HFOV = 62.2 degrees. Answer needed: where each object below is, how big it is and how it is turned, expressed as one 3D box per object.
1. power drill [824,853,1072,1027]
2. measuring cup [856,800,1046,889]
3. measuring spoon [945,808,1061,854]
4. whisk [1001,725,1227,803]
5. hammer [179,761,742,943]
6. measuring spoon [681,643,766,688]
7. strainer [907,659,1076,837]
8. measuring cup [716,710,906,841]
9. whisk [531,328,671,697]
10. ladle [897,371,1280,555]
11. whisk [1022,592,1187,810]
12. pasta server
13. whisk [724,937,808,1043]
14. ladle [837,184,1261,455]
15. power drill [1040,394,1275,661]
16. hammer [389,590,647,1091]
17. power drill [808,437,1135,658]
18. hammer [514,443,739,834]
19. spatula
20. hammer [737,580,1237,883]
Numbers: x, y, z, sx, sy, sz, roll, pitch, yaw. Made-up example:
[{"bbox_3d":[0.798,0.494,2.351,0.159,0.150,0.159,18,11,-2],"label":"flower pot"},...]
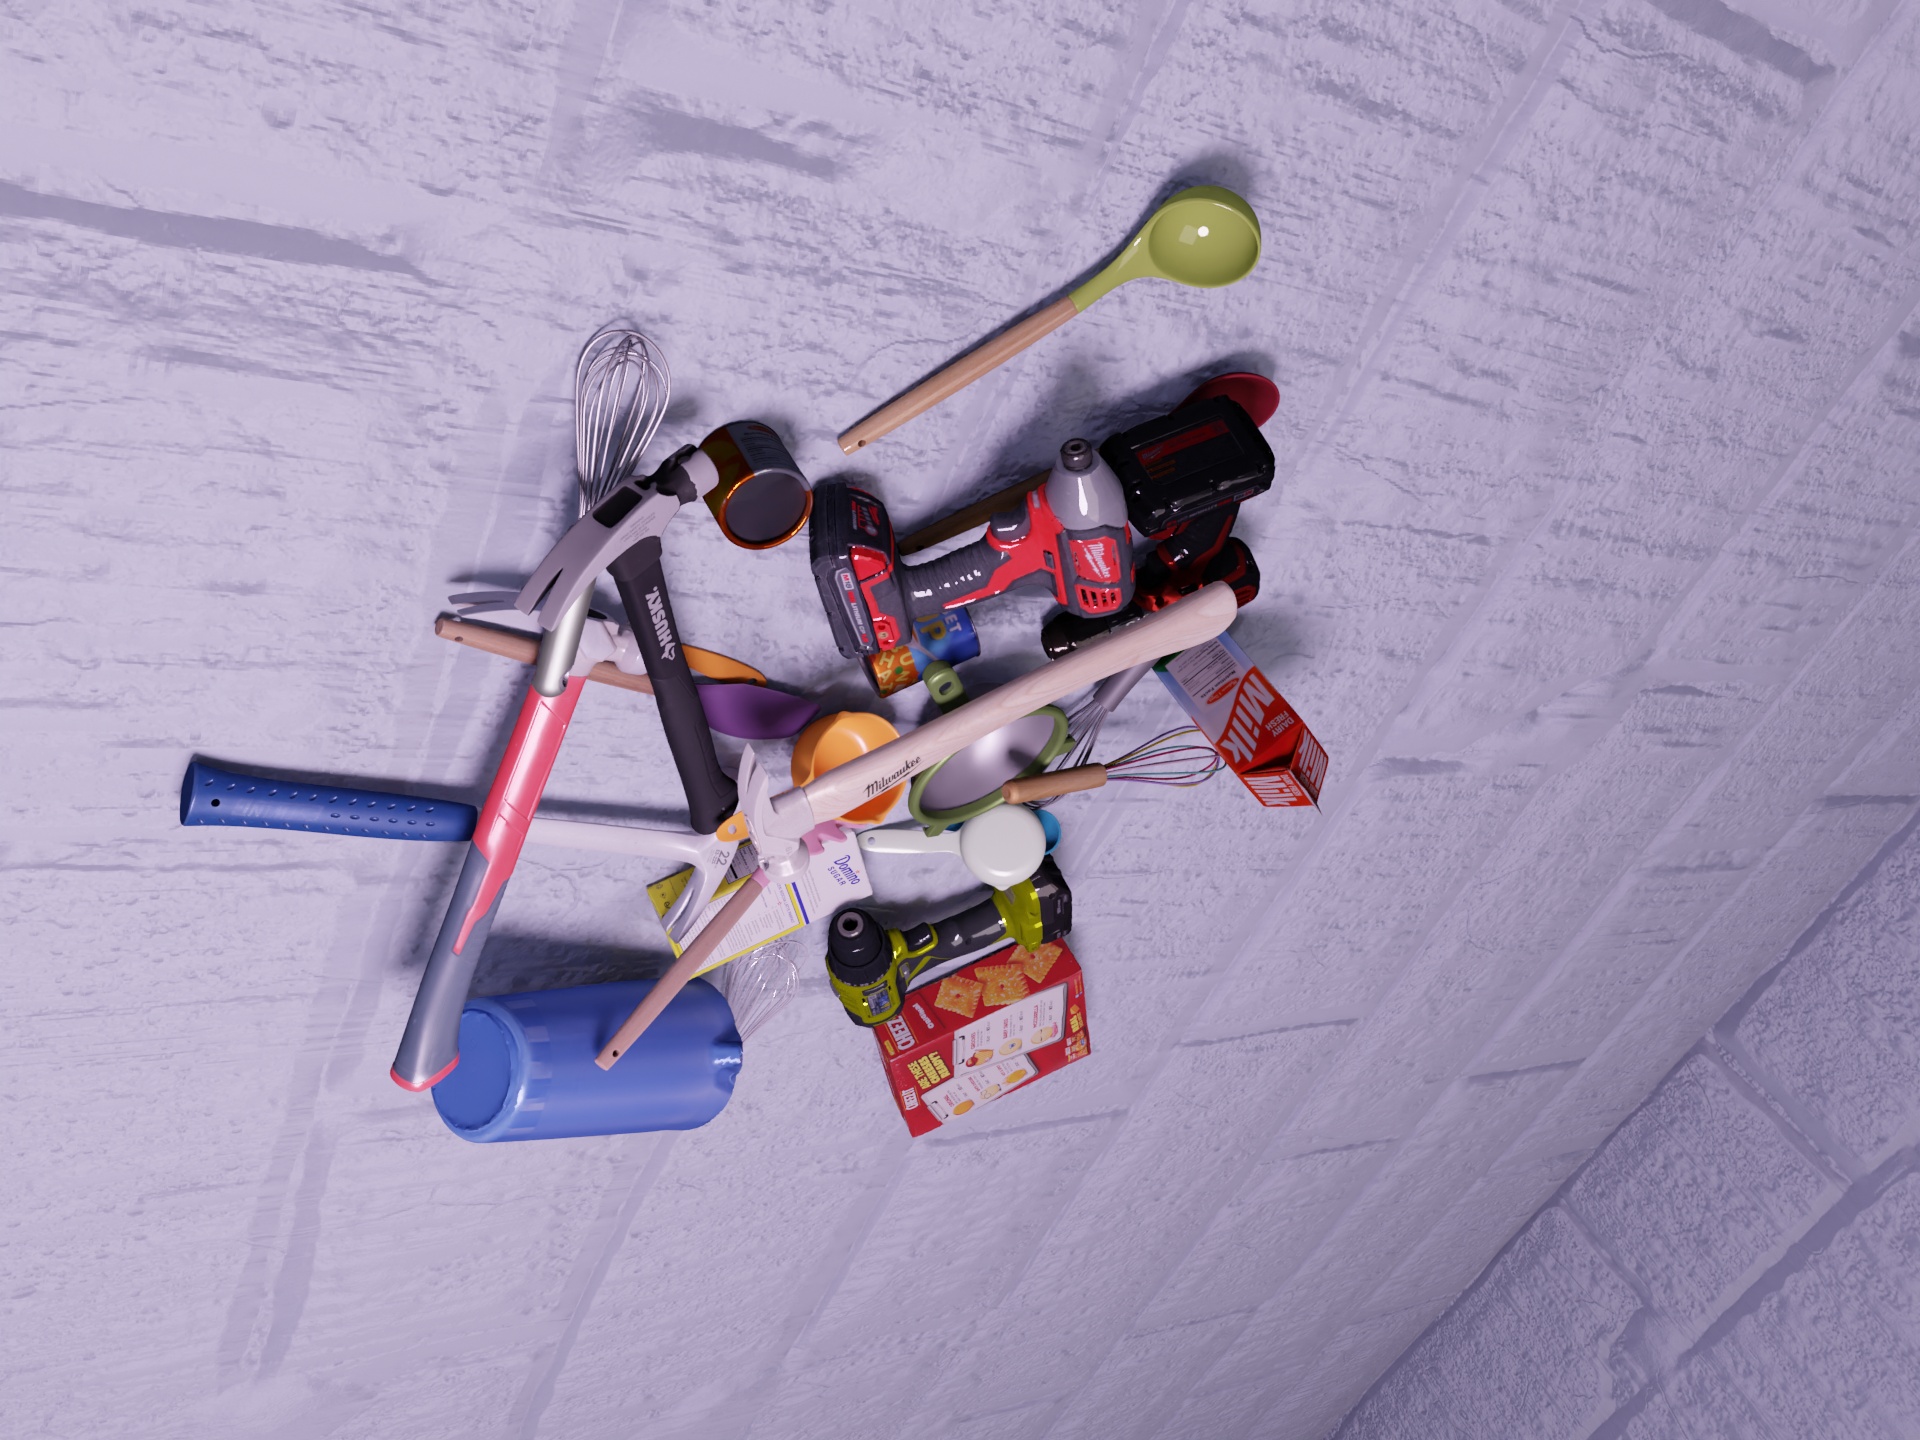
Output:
[{"bbox_3d":[-0.016,0.188,1.452,0.228,0.080,0.190,-24,152,-10],"label":"power drill"},{"bbox_3d":[-0.008,0.105,1.380,0.167,0.083,0.038,1,174,-3],"label":"measuring cup"},{"bbox_3d":[0.025,0.095,1.419,0.128,0.042,0.021,9,164,-5],"label":"measuring spoon"},{"bbox_3d":[0.139,0.048,1.387,0.245,0.051,0.047,-9,135,-34],"label":"whisk"},{"bbox_3d":[-0.346,0.082,1.156,0.405,0.035,0.144,10,106,-37],"label":"hammer"},{"bbox_3d":[-0.186,-0.040,1.176,0.116,0.011,0.021,22,116,-45],"label":"measuring spoon"},{"bbox_3d":[-0.002,-0.004,1.268,0.151,0.069,0.256,-33,153,-2],"label":"strainer"},{"bbox_3d":[-0.124,0.053,1.244,0.173,0.052,0.095,-26,104,-28],"label":"measuring cup"},{"bbox_3d":[-0.234,-0.126,1.001,0.059,0.058,0.246,19,110,-1],"label":"whisk"},{"bbox_3d":[0.096,-0.192,1.201,0.315,0.031,0.069,-25,144,-7],"label":"ladle"},{"bbox_3d":[0.125,-0.017,1.387,0.055,0.055,0.239,24,110,-46],"label":"whisk"},{"bbox_3d":[-0.176,0.150,1.259,0.316,0.040,0.060,-50,115,-25],"label":"pasta server"},{"bbox_3d":[-0.213,0.293,1.467,0.070,0.070,0.284,1,134,-35],"label":"whisk"},{"bbox_3d":[0.059,-0.263,1.083,0.320,0.062,0.078,-31,140,2],"label":"ladle"},{"bbox_3d":[0.150,-0.133,1.240,0.188,0.080,0.226,-22,153,-8],"label":"power drill"},{"bbox_3d":[-0.341,0.093,1.108,0.143,0.038,0.386,11,110,-39],"label":"hammer"},{"bbox_3d":[0.010,-0.124,1.115,0.219,0.079,0.143,-9,139,4],"label":"power drill"},{"bbox_3d":[-0.201,-0.024,1.083,0.146,0.035,0.334,-44,152,-26],"label":"hammer"},{"bbox_3d":[-0.234,-0.028,1.153,0.315,0.018,0.059,17,131,-43],"label":"spatula"},{"bbox_3d":[0.029,-0.014,1.173,0.410,0.038,0.146,-26,149,-15],"label":"hammer"}]
